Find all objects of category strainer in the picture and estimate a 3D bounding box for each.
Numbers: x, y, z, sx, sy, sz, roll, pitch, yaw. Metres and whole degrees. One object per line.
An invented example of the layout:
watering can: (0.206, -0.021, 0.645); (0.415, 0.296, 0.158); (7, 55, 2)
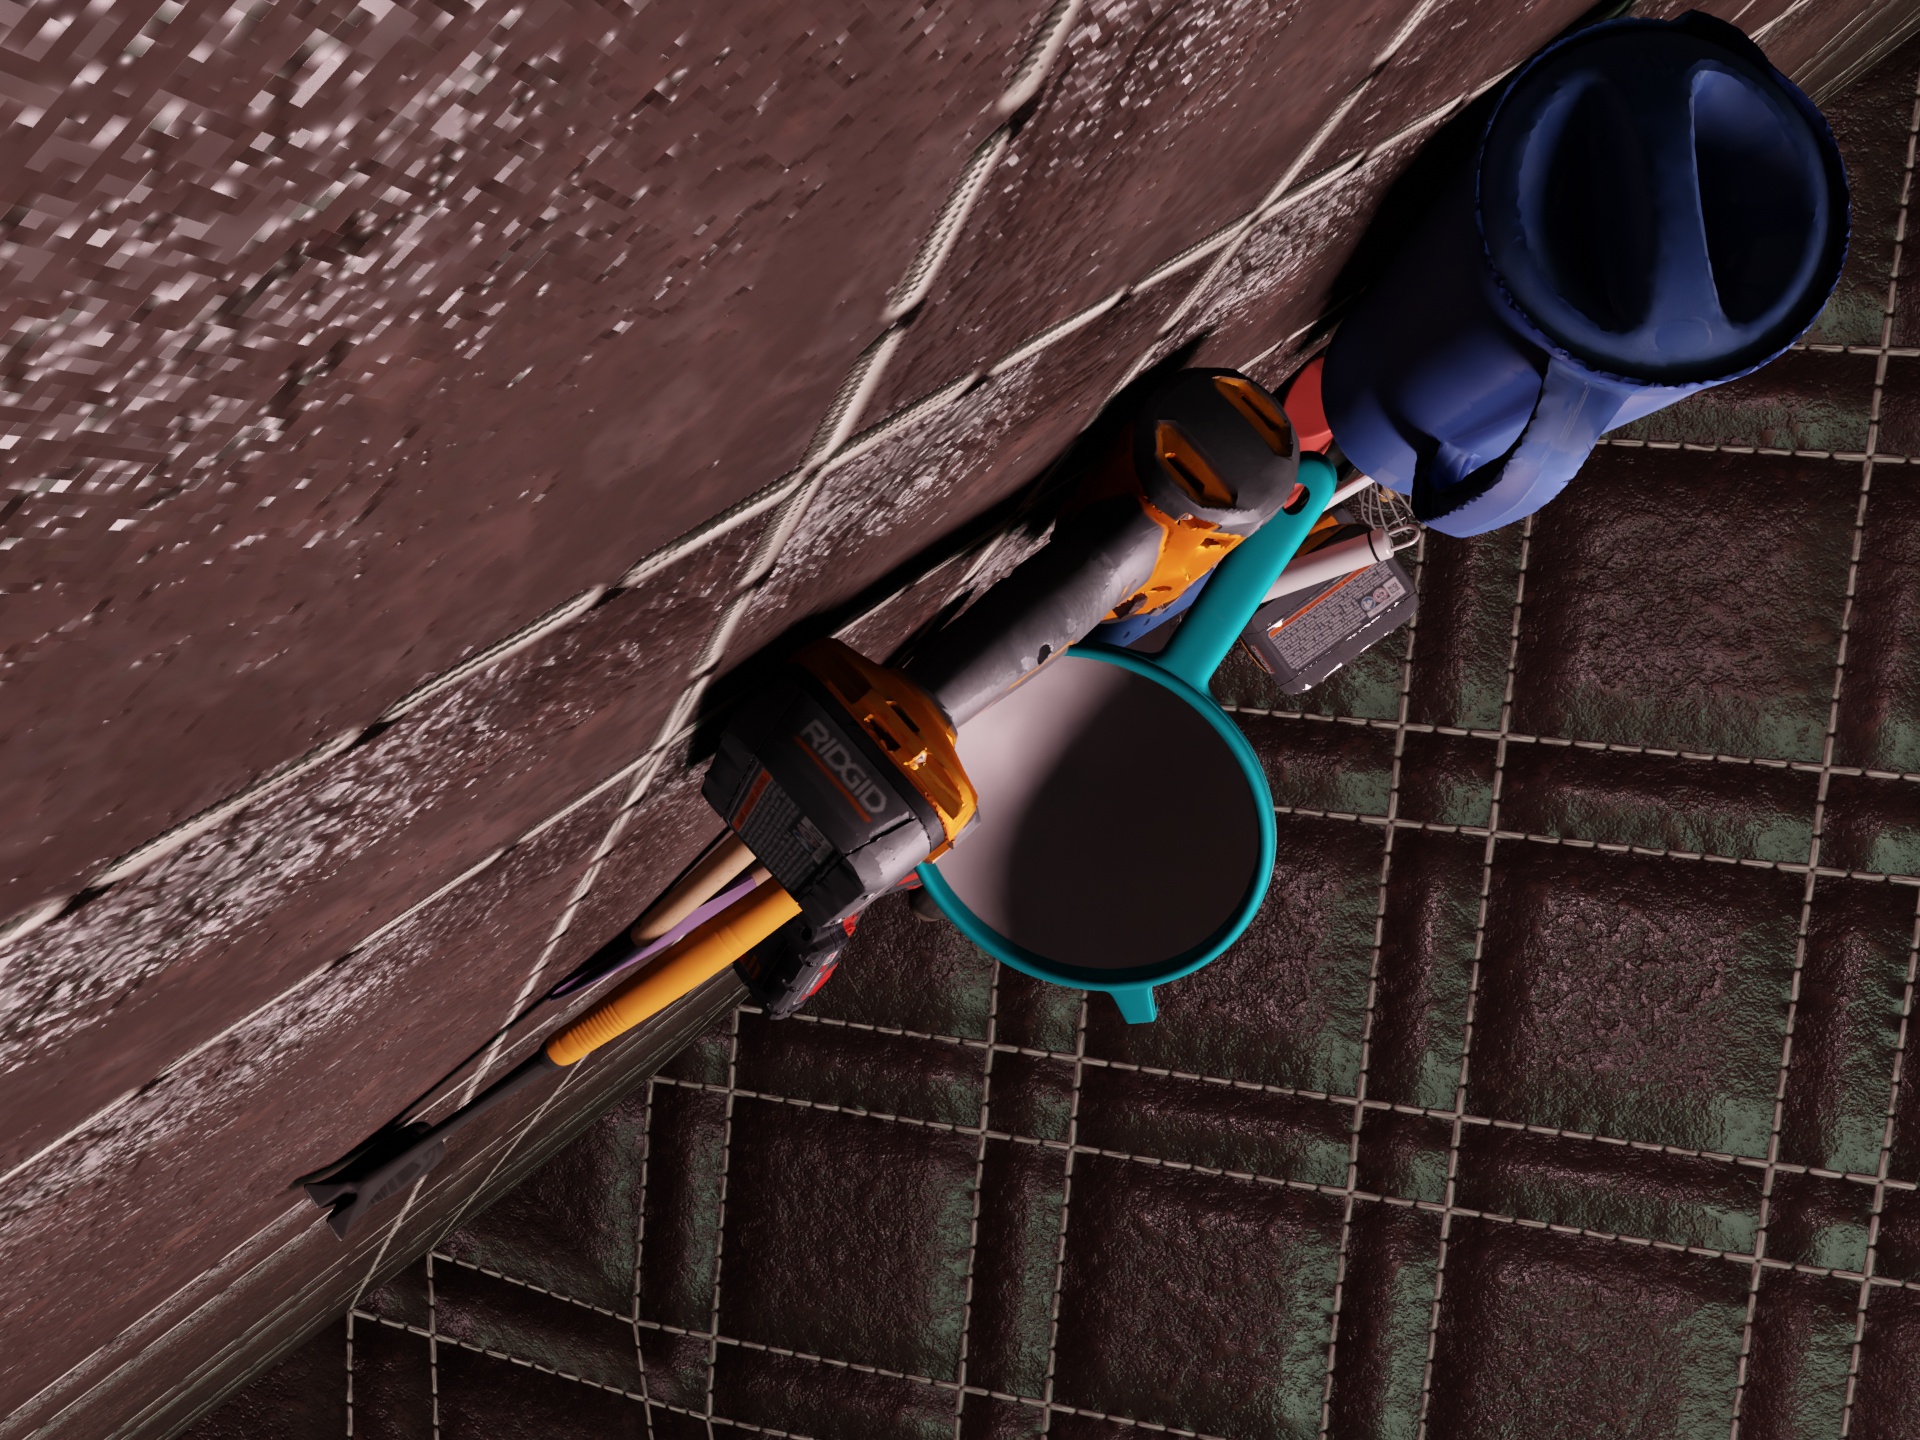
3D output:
strainer: (0.105, -0.009, 0.859); (0.340, 0.211, 0.095); (-59, 176, 29)
strainer: (0.162, -0.072, 0.994); (0.258, 0.050, 0.087); (-19, -131, 27)

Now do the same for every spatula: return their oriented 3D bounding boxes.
spatula: (-0.104, 0.084, 0.952); (0.316, 0.018, 0.059); (-30, 172, -23)

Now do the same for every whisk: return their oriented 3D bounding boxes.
whisk: (0.293, -0.183, 1.132); (0.055, 0.055, 0.238); (-40, 154, 13)

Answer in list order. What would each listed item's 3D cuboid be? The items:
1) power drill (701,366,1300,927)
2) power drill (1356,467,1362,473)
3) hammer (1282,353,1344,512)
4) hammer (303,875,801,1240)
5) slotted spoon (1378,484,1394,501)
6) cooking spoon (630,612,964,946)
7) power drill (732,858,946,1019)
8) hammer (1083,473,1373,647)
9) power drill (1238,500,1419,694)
power drill: (0.014, -0.026, 0.595); (0.226, 0.084, 0.164); (-41, 178, -20)
power drill: (0.396, -0.273, 1.232); (0.143, 0.078, 0.219); (-37, 178, -18)
hammer: (0.209, -0.154, 0.994); (0.149, 0.037, 0.359); (-41, 172, -3)
hammer: (-0.196, 0.163, 0.868); (0.337, 0.034, 0.127); (-35, 178, 1)
slotted spoon: (0.337, -0.221, 1.145); (0.070, 0.031, 0.313); (-35, 167, -6)
cooking spoon: (-0.082, 0.040, 0.781); (0.319, 0.017, 0.069); (-40, -148, 38)
power drill: (-0.053, 0.116, 1.088); (0.226, 0.080, 0.187); (-24, 159, -35)
hammer: (0.158, -0.092, 0.912); (0.405, 0.035, 0.144); (-31, 169, 16)
power drill: (0.239, -0.090, 1.214); (0.185, 0.084, 0.226); (-36, -167, 9)
